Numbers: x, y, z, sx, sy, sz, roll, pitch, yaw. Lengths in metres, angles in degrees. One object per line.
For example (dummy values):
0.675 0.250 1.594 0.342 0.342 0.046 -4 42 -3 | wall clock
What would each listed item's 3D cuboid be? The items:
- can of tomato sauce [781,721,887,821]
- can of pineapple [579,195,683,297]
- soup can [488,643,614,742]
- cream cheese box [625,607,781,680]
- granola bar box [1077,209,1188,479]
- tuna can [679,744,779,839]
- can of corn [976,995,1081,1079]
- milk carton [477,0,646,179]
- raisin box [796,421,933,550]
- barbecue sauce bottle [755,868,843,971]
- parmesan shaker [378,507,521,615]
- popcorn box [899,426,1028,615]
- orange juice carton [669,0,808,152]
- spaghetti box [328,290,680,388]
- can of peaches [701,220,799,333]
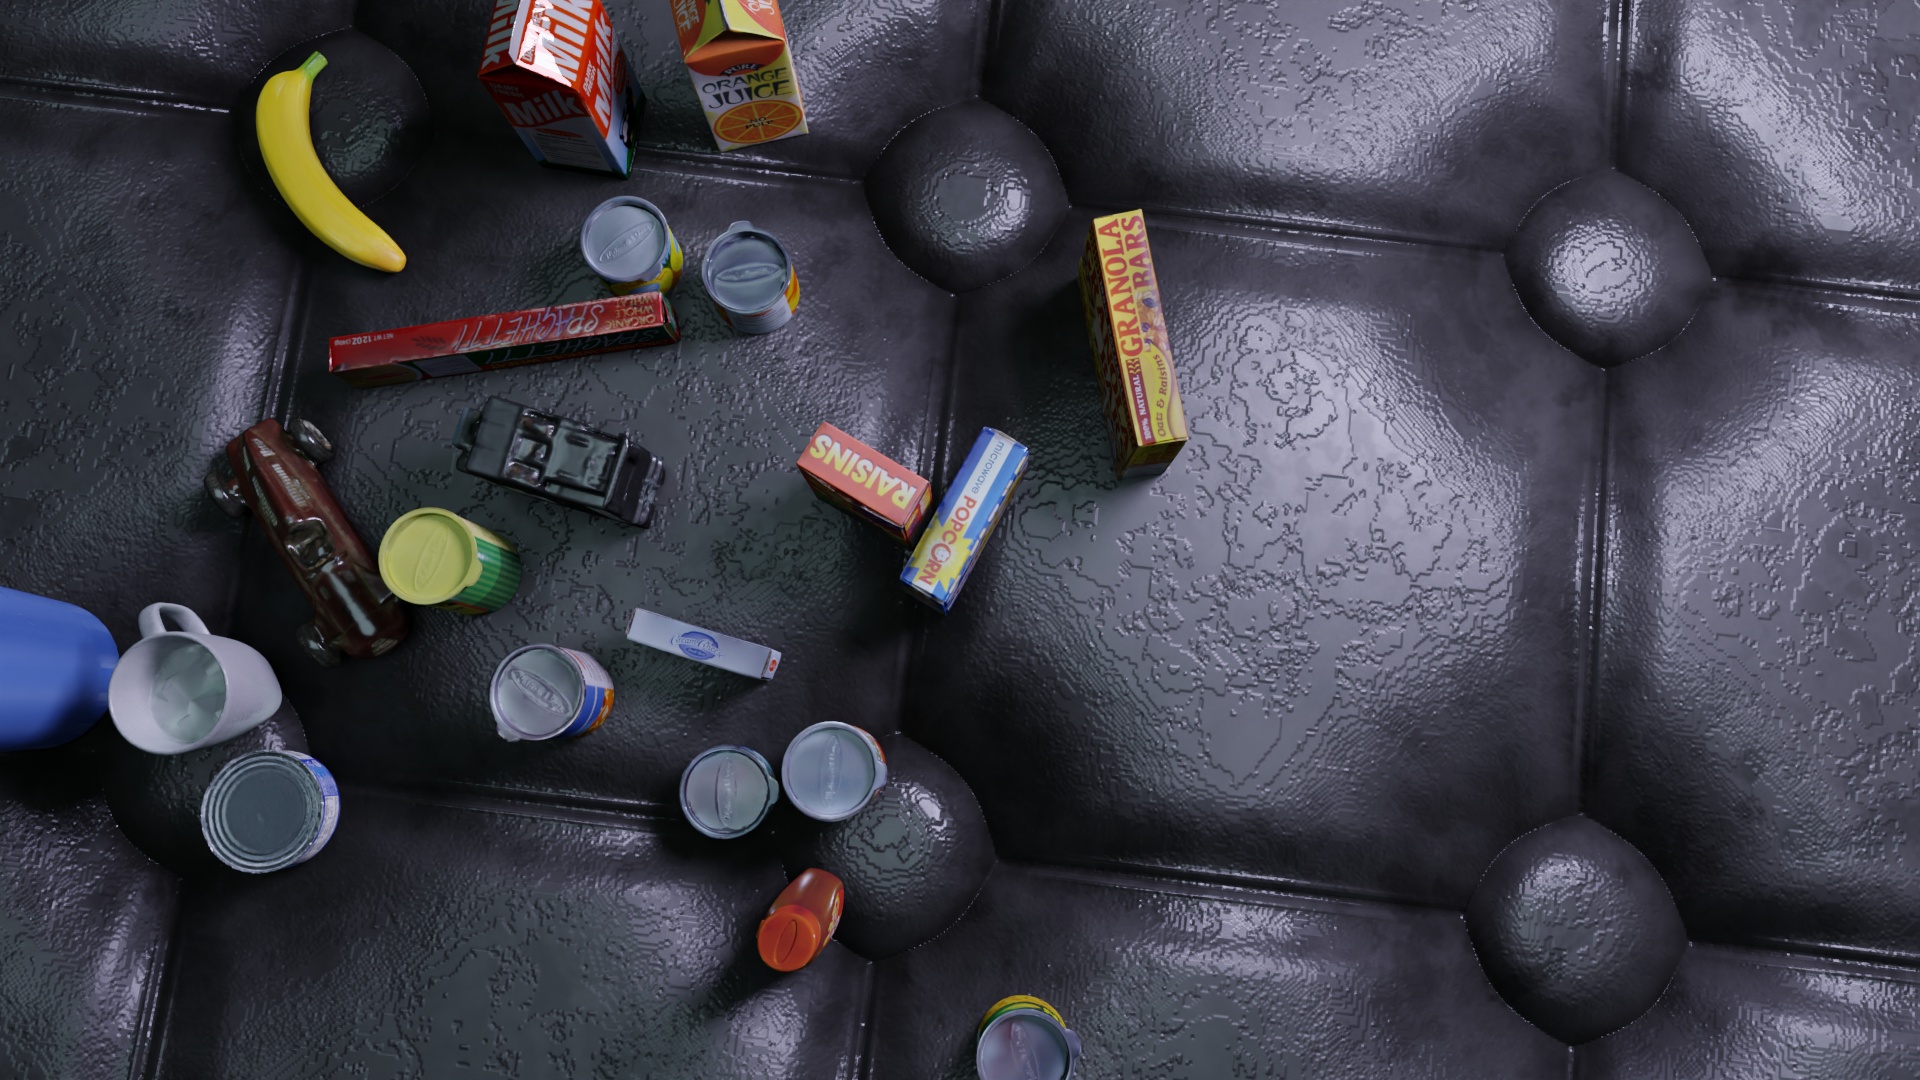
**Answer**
-0.085 0.161 0.974 0.071 0.083 0.071 0 82 0 | can of tomato sauce
-0.246 -0.216 1.045 0.071 0.058 0.071 0 81 0 | can of pineapple
-0.289 0.110 0.981 0.071 0.083 0.071 0 82 0 | soup can
-0.184 0.076 1.002 0.104 0.053 0.024 17 82 2 | cream cheese box
0.121 -0.136 1.000 0.039 0.124 0.165 -10 82 -1 | granola bar box
-0.163 0.180 0.996 0.071 0.033 0.071 0 81 0 | tuna can
0.046 0.351 0.957 0.071 0.058 0.071 0 81 0 | can of corn
-0.287 -0.334 0.996 0.073 0.190 0.072 9 82 1 | milk carton
-0.065 -0.036 0.985 0.086 0.123 0.040 31 83 4 | raisin box
-0.108 0.257 0.926 0.044 0.148 0.065 21 82 3 | barbecue sauce bottle
-0.357 0.019 0.985 0.071 0.103 0.071 0 82 0 | parmesan shaker
0.004 -0.013 1.000 0.038 0.085 0.127 28 82 4 | popcorn box
-0.161 -0.358 0.999 0.073 0.192 0.072 -13 82 -2 | orange juice carton
-0.337 -0.149 1.038 0.250 0.050 0.029 -9 82 -2 | spaghetti box
-0.156 -0.196 1.042 0.071 0.058 0.071 0 81 0 | can of peaches
